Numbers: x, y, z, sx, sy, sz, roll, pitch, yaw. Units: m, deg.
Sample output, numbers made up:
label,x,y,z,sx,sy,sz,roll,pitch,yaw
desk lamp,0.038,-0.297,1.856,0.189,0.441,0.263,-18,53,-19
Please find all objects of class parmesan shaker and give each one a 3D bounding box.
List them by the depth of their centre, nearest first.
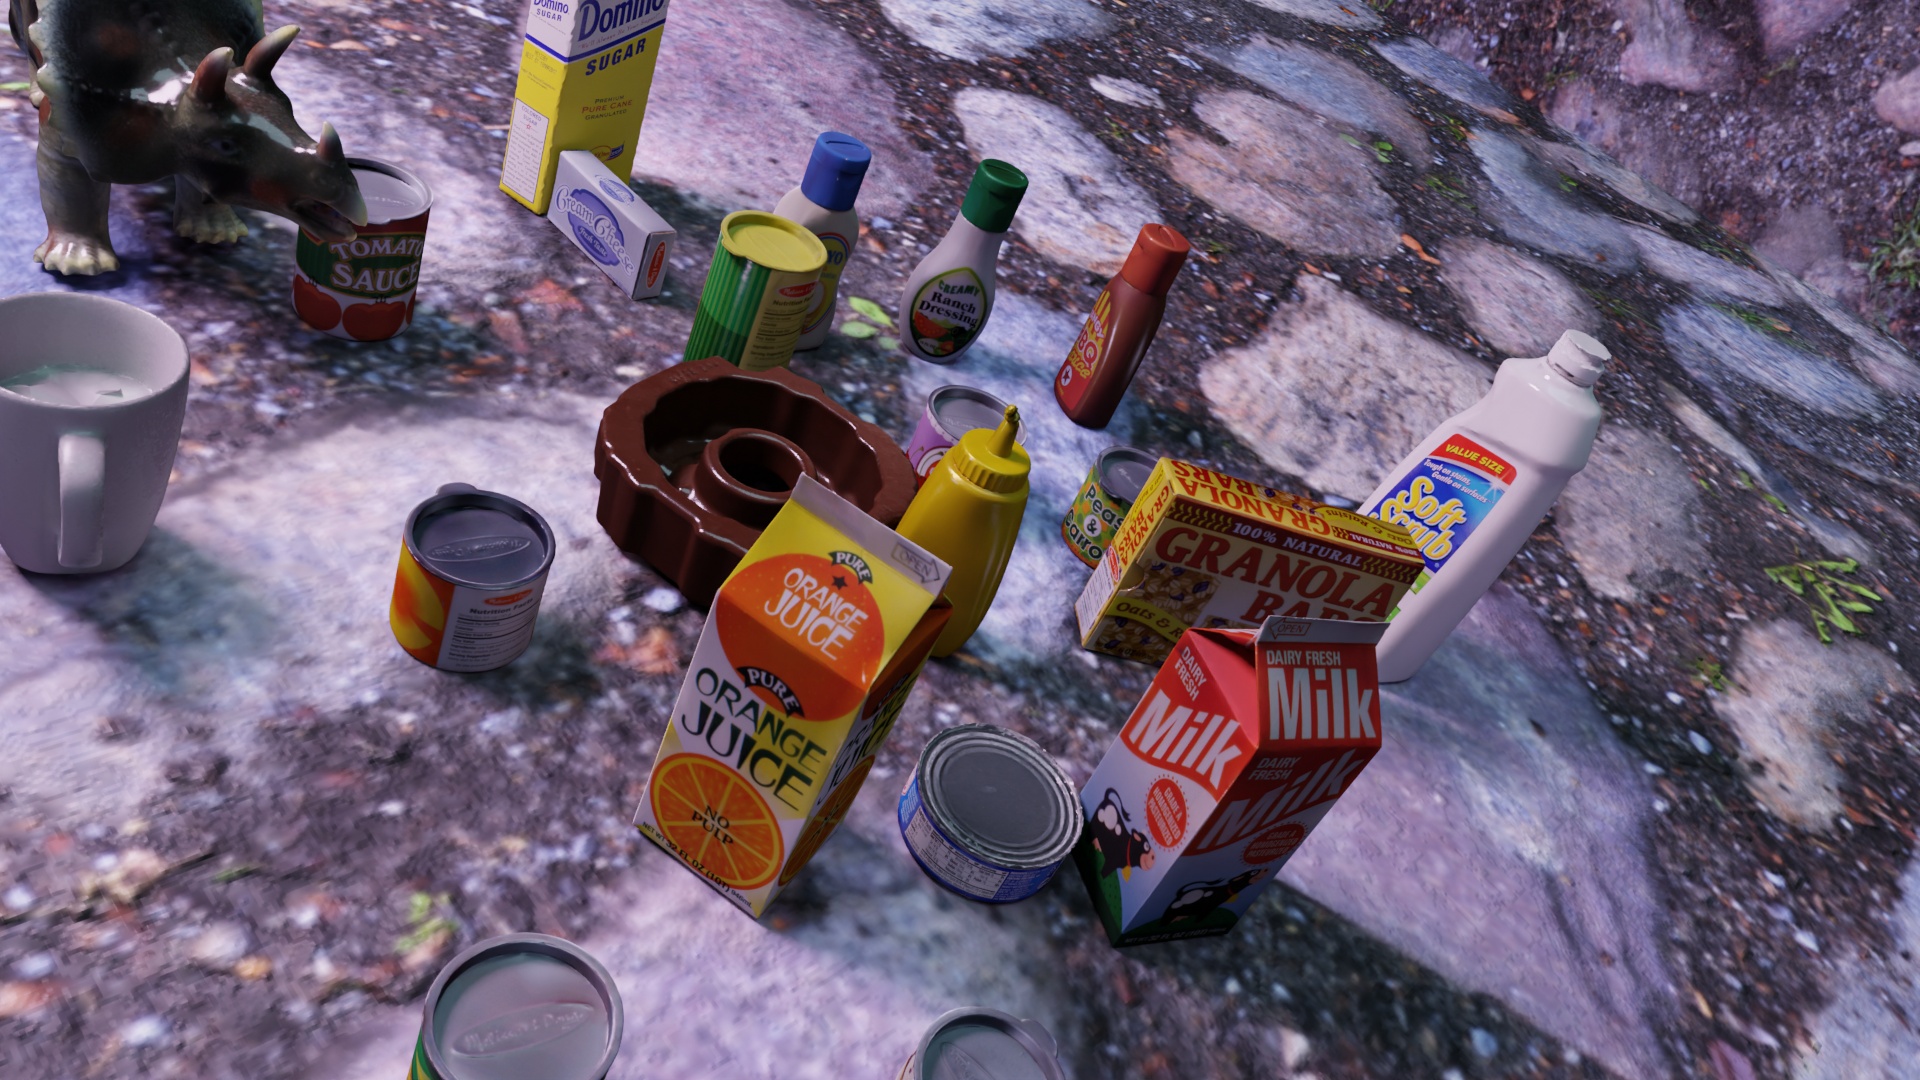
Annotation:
label,x,y,z,sx,sy,sz,roll,pitch,yaw
parmesan shaker,-0.132,-0.144,0.868,0.071,0.102,0.072,17,37,-13

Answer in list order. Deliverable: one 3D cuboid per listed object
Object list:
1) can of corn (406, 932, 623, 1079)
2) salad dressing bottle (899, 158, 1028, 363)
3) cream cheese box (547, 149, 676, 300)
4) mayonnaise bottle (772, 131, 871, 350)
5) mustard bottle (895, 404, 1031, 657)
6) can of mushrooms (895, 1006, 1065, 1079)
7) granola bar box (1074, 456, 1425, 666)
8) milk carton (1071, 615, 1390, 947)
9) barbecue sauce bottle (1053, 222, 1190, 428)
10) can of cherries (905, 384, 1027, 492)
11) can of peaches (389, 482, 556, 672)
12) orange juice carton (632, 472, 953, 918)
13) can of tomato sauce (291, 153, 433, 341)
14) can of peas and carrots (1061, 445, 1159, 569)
label,x,y,z,sx,sy,sz,roll,pitch,yaw
can of corn,-0.156,0.183,0.483,0.071,0.058,0.071,17,37,-13
salad dressing bottle,0.003,-0.196,0.978,0.064,0.146,0.044,16,37,-14
cream cheese box,-0.235,-0.212,0.931,0.104,0.053,0.024,43,39,22
mayonnaise bottle,-0.099,-0.194,0.912,0.065,0.147,0.041,-6,46,-37
mustard bottle,0.003,-0.009,0.734,0.065,0.159,0.049,26,36,0
can of mushrooms,0.009,0.224,0.556,0.071,0.033,0.071,17,37,-13
granola bar box,0.168,0.028,0.821,0.166,0.123,0.039,14,37,-16
milk carton,0.124,0.103,0.644,0.072,0.189,0.074,4,41,-28
barbecue sauce bottle,0.116,-0.155,0.996,0.044,0.147,0.065,11,38,-21
can of cherries,0.001,-0.054,0.876,0.071,0.058,0.072,17,37,-13
can of peaches,-0.228,0.017,0.646,0.071,0.057,0.071,17,37,-13
orange juice carton,-0.066,0.061,0.576,0.072,0.191,0.073,34,36,10
can of tomato sauce,-0.337,-0.163,0.782,0.071,0.082,0.071,17,37,-13
can of peas and carrots,0.104,-0.017,0.893,0.071,0.058,0.071,17,37,-13
